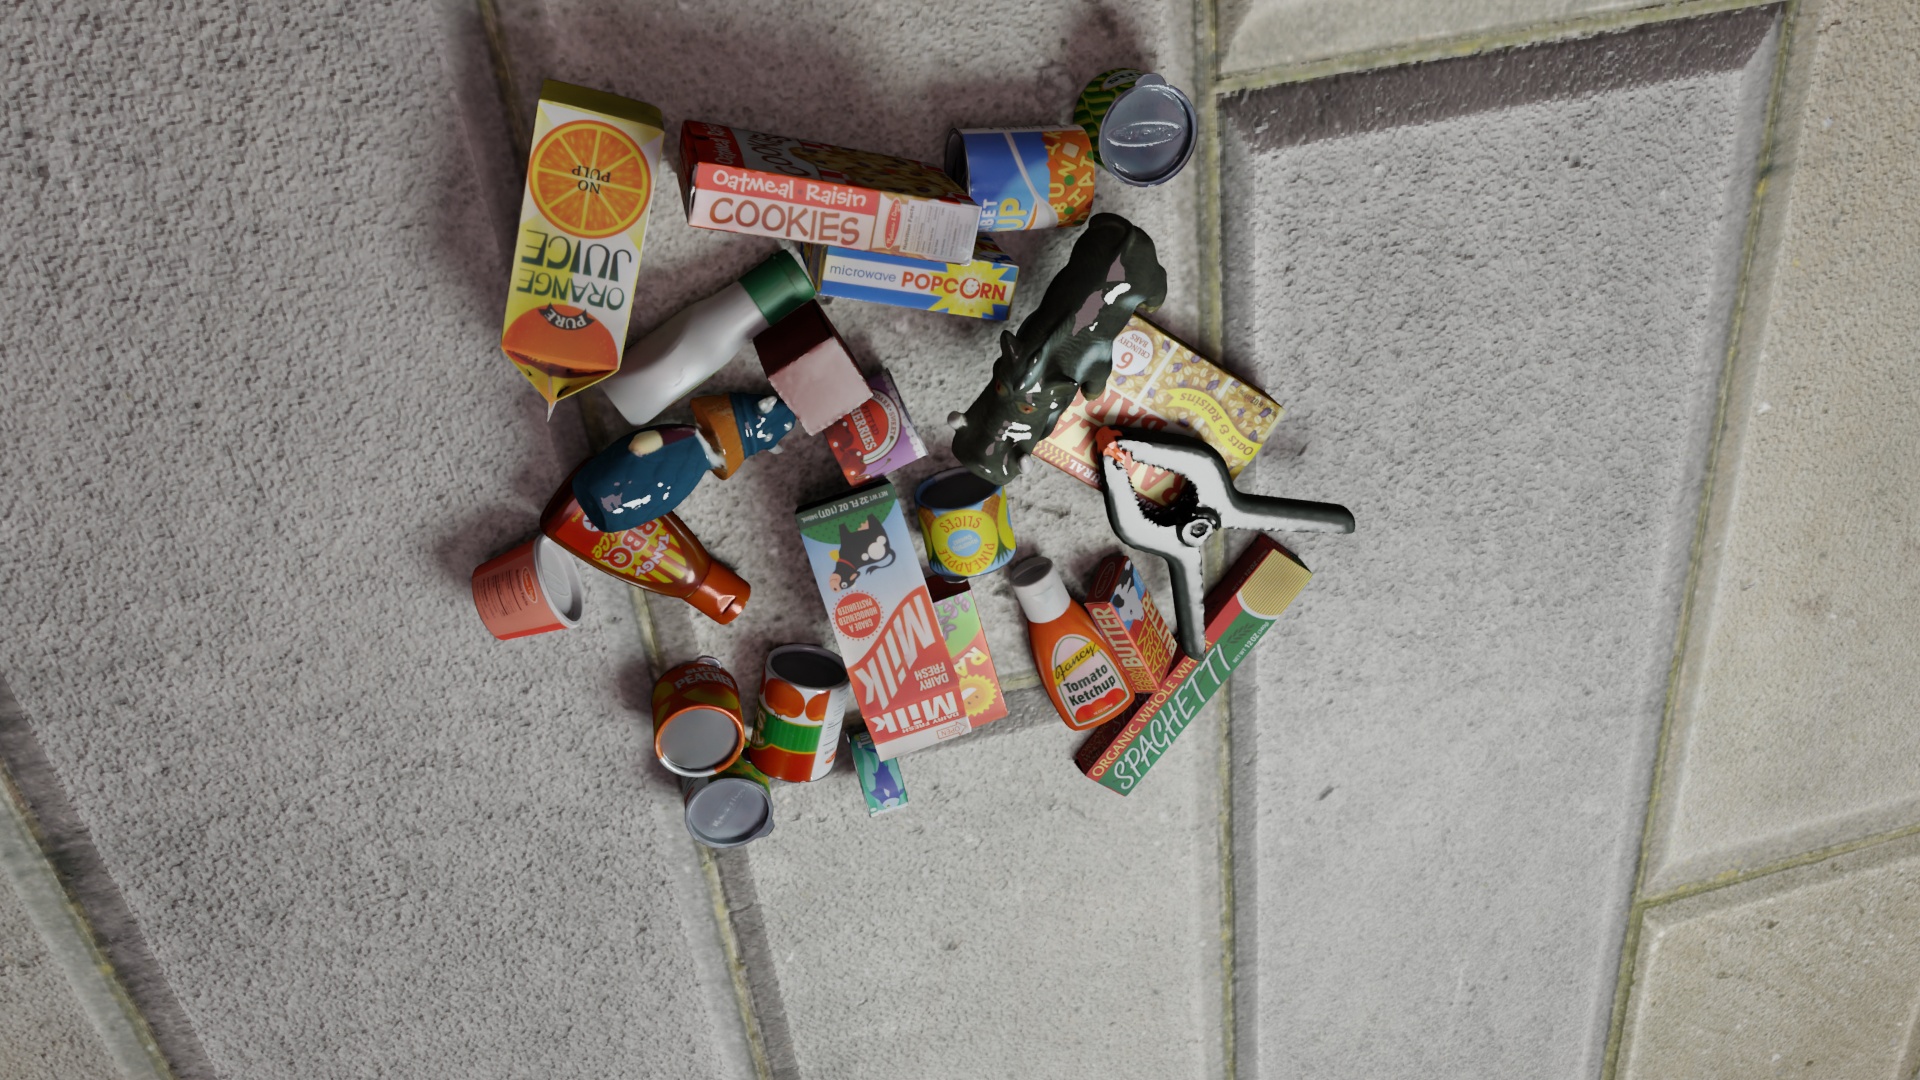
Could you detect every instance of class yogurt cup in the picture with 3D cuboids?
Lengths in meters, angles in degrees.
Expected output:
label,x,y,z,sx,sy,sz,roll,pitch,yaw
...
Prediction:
label,x,y,z,sx,sy,sz,roll,pitch,yaw
yogurt cup,-0.296,0.035,0.949,0.054,0.073,0.072,-18,121,4

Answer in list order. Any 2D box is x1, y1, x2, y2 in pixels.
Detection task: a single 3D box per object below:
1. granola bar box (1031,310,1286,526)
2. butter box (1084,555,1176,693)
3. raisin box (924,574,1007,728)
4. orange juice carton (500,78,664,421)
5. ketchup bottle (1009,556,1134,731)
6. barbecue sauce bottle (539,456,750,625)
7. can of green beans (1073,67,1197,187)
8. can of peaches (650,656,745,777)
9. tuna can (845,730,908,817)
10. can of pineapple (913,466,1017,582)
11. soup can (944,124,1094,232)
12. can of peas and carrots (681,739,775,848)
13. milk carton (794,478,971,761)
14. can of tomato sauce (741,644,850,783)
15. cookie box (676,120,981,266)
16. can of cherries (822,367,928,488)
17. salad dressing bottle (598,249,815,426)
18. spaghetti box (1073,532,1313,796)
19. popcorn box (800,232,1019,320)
label,x,y,z,sx,sy,sz,roll,pitch,yaw
granola bar box,0.137,-0.088,1.013,0.165,0.039,0.124,27,108,-25
butter box,0.134,0.067,1.086,0.024,0.053,0.103,-7,128,35
raisin box,-0.021,0.091,1.066,0.086,0.040,0.123,-19,119,-5
orange juice carton,-0.235,-0.173,0.850,0.073,0.072,0.191,9,114,-18
ketchup bottle,0.082,0.079,1.084,0.065,0.044,0.148,-28,120,0
barbecue sauce bottle,-0.214,0.006,0.966,0.148,0.044,0.065,37,94,-28
can of green beans,0.113,-0.269,0.901,0.071,0.058,0.071,-6,119,-11
can of peaches,-0.194,0.131,1.029,0.071,0.058,0.071,-6,119,-11
tuna can,-0.065,0.178,1.084,0.033,0.071,0.070,-16,120,-7
can of pineapple,0.004,-0.013,0.999,0.071,0.071,0.057,-16,119,-6
soup can,0.037,-0.230,0.895,0.084,0.071,0.071,-6,118,-12
can of peas and carrots,-0.177,0.192,1.065,0.071,0.059,0.070,-7,119,-12
milk carton,-0.053,0.057,0.979,0.072,0.073,0.190,-18,96,-4
can of tomato sauce,-0.123,0.129,1.043,0.071,0.071,0.082,6,115,-18
cookie box,-0.084,-0.212,0.840,0.168,0.123,0.040,5,115,-17
can of cherries,-0.062,-0.077,0.948,0.058,0.072,0.071,-25,121,0
salad dressing bottle,-0.164,-0.133,0.899,0.148,0.064,0.044,-36,118,-4
spaghetti box,0.188,0.106,1.135,0.050,0.029,0.249,30,106,-26
popcorn box,-0.035,-0.179,0.893,0.127,0.085,0.038,5,114,-17
